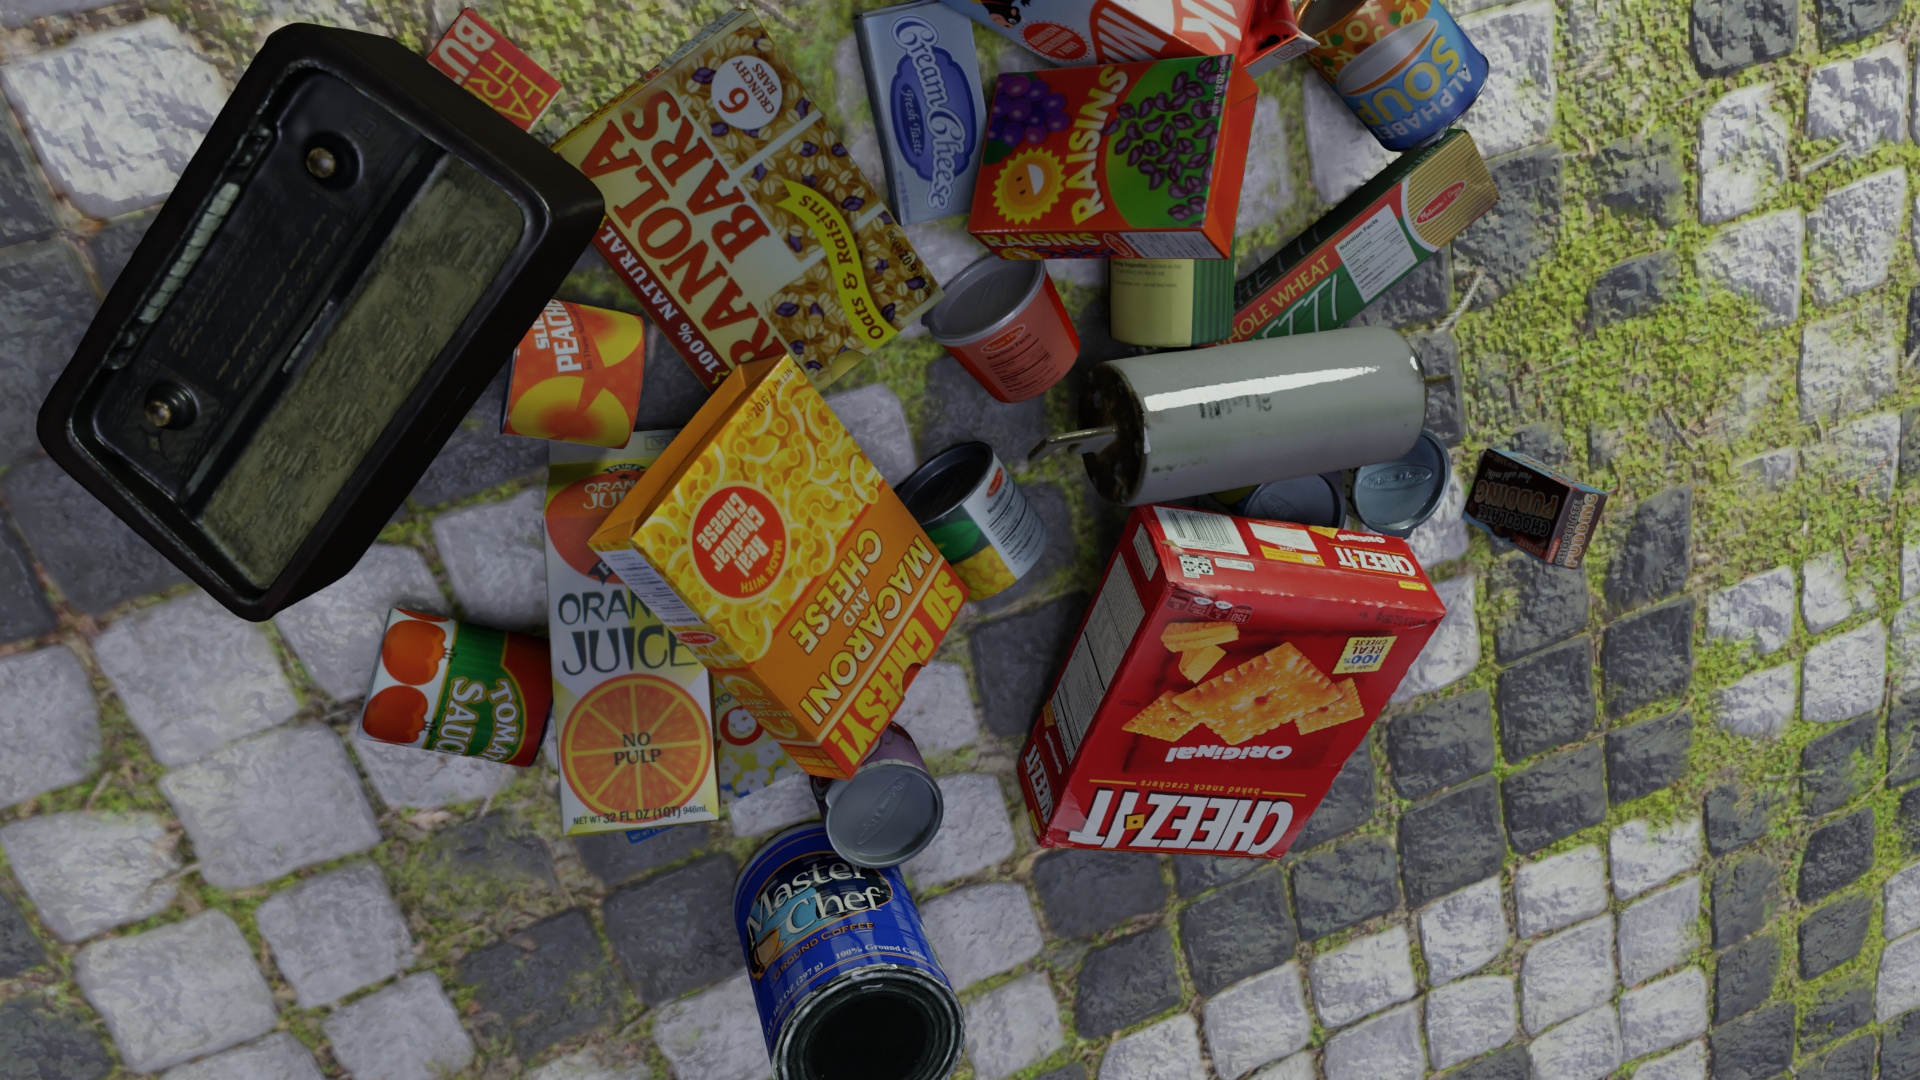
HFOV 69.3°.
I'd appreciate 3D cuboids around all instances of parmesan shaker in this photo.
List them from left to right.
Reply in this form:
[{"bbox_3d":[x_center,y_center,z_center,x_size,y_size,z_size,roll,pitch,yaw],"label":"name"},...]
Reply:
[{"bbox_3d":[0.107,-0.156,0.717,0.071,0.071,0.102,-7,108,-15],"label":"parmesan shaker"}]

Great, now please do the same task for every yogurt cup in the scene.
[{"bbox_3d":[0.025,-0.108,0.712,0.072,0.072,0.053,-39,125,0],"label":"yogurt cup"}]

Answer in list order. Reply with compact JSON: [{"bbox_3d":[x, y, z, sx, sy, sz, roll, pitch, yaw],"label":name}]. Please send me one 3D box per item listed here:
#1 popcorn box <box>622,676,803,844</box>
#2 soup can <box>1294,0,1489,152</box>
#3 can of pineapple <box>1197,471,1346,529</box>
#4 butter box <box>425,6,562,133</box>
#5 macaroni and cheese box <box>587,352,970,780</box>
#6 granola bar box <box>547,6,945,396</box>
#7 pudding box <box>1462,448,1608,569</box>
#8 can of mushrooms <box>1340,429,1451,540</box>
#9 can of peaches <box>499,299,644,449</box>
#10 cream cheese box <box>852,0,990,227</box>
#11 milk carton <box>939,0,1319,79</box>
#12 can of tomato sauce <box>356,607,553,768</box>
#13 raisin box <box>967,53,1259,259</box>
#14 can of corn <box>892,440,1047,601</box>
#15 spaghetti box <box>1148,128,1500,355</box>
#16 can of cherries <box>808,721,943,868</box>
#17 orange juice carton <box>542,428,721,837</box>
[{"bbox_3d":[-0.137,0.098,0.750,0.127,0.038,0.085,-23,113,-9],"label":"popcorn box"},{"bbox_3d":[0.221,-0.252,0.716,0.083,0.071,0.071,37,96,-25],"label":"soup can"},{"bbox_3d":[0.179,-0.021,0.796,0.071,0.058,0.070,-6,112,-16],"label":"can of pineapple"},{"bbox_3d":[-0.230,-0.181,0.623,0.053,0.024,0.103,37,96,-26],"label":"butter box"},{"bbox_3d":[-0.078,0.015,0.661,0.166,0.040,0.124,53,54,-29],"label":"macaroni and cheese box"},{"bbox_3d":[-0.103,-0.148,0.668,0.124,0.039,0.165,-37,116,-1],"label":"granola bar box"},{"bbox_3d":[0.344,-0.020,0.837,0.030,0.084,0.049,9,108,-18],"label":"pudding box"},{"bbox_3d":[0.255,-0.037,0.829,0.071,0.033,0.070,-6,111,-16],"label":"can of mushrooms"},{"bbox_3d":[-0.182,-0.080,0.652,0.058,0.071,0.071,8,107,-21],"label":"can of peaches"},{"bbox_3d":[-0.016,-0.210,0.681,0.053,0.024,0.103,-17,114,-13],"label":"cream cheese box"},{"bbox_3d":[0.075,-0.264,0.652,0.190,0.072,0.073,20,80,-25],"label":"milk carton"},{"bbox_3d":[-0.247,0.074,0.687,0.083,0.071,0.071,15,105,-22],"label":"can of tomato sauce"},{"bbox_3d":[0.071,-0.179,0.656,0.040,0.123,0.086,21,78,-58],"label":"raisin box"},{"bbox_3d":[0.003,-0.009,0.741,0.071,0.071,0.058,-38,117,-1],"label":"can of corn"},{"bbox_3d":[0.188,-0.134,0.773,0.250,0.029,0.050,-38,117,-1],"label":"spaghetti box"},{"bbox_3d":[-0.050,0.139,0.782,0.071,0.058,0.071,-6,112,-15],"label":"can of cherries"},{"bbox_3d":[-0.159,0.042,0.678,0.072,0.073,0.192,-4,85,-9],"label":"orange juice carton"}]
